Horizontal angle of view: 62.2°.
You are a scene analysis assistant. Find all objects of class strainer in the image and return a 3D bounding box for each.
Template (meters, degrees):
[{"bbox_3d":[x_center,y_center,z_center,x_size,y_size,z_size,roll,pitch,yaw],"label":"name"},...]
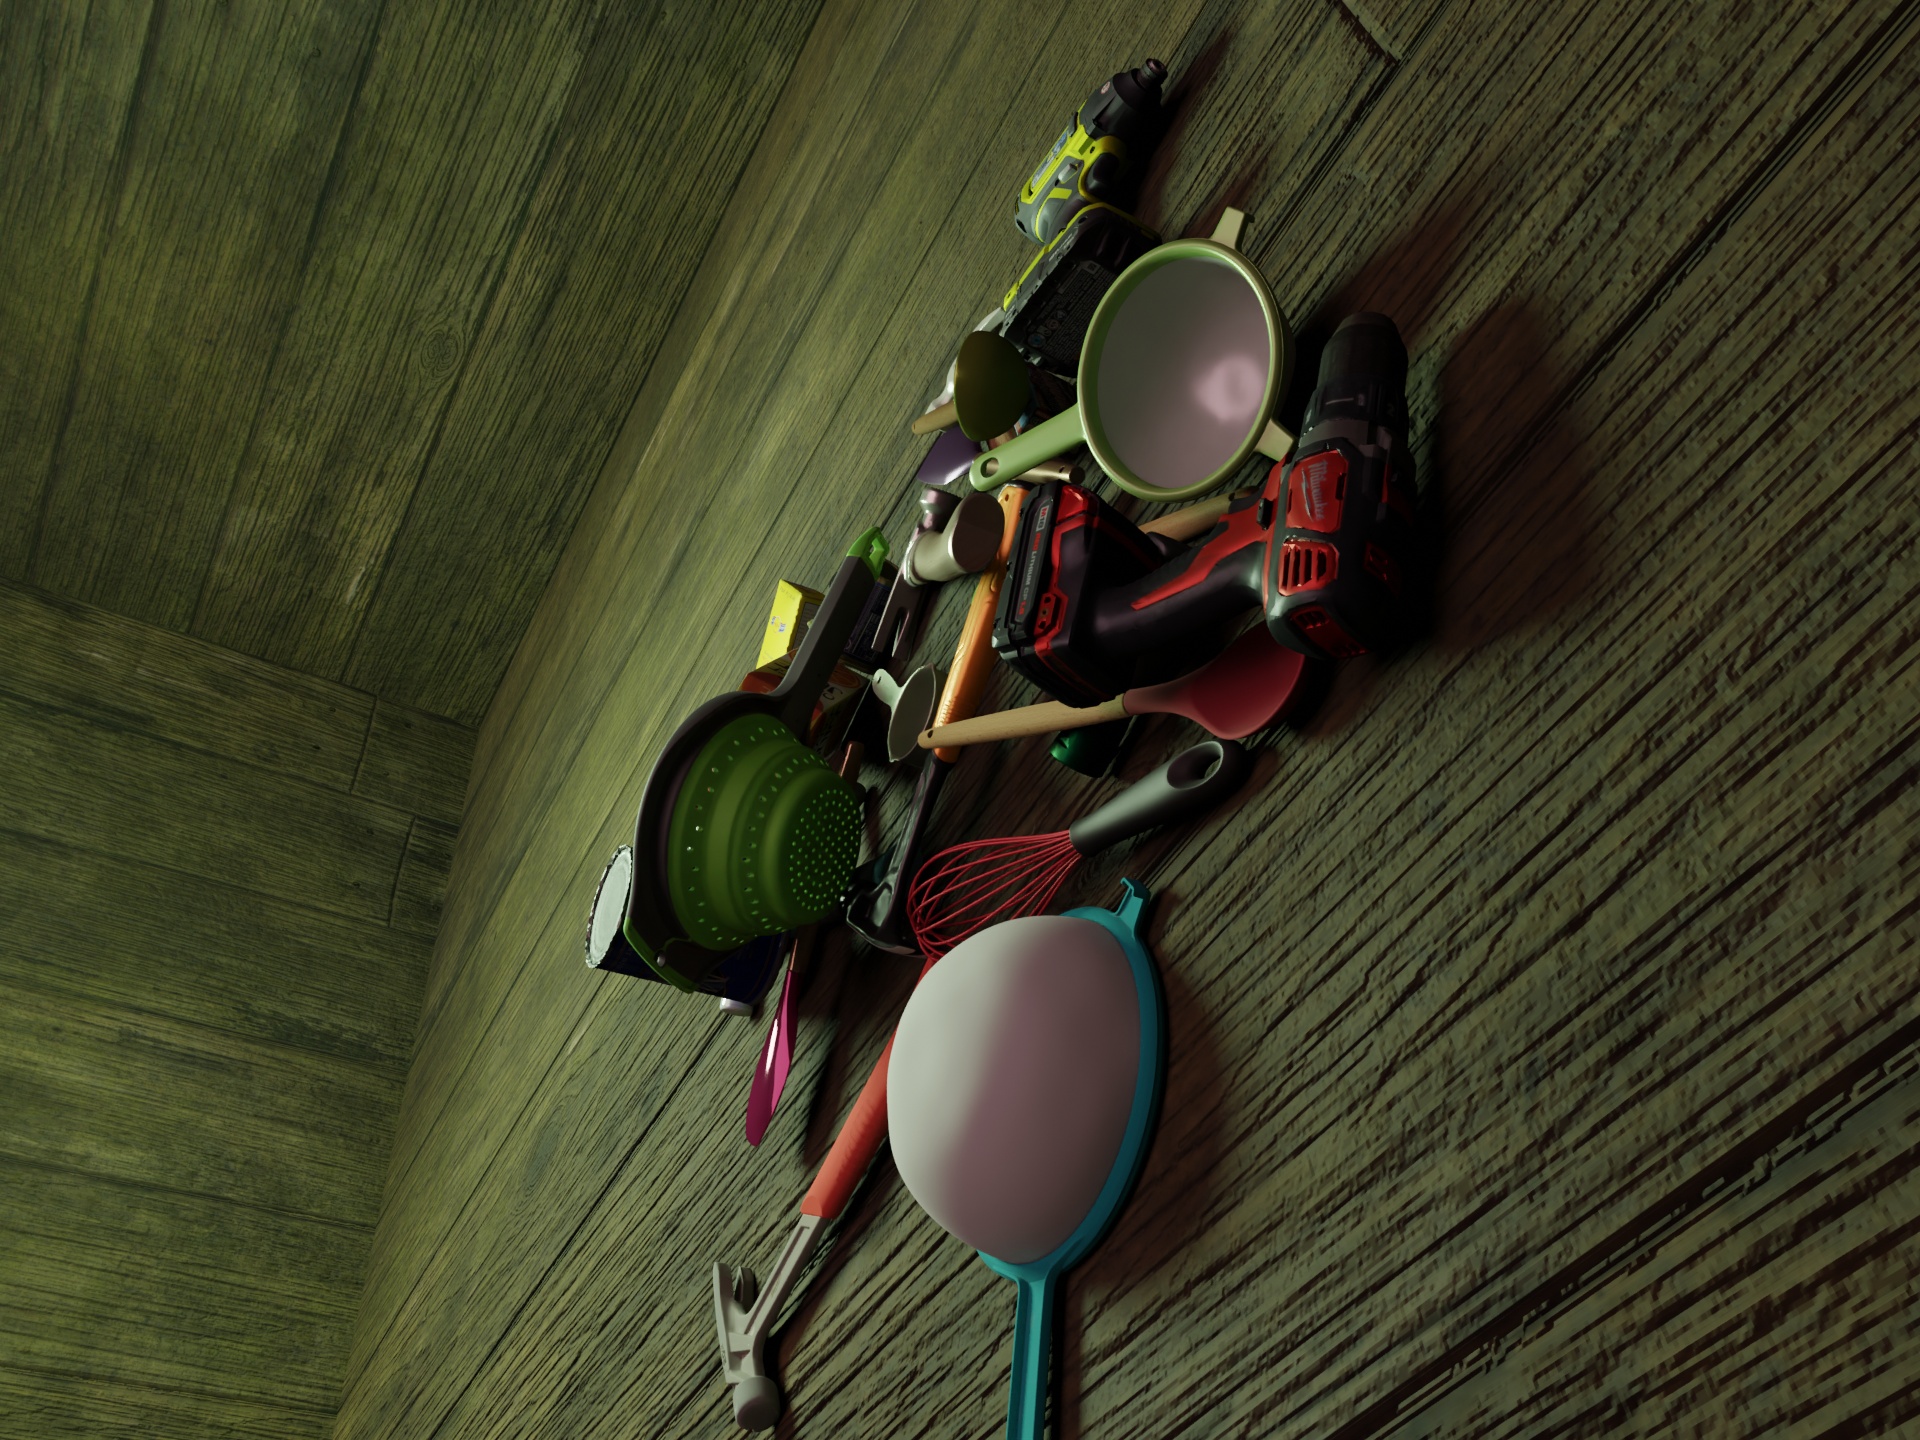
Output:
[{"bbox_3d":[0.111,-0.190,0.976,0.256,0.069,0.151,-20,77,46],"label":"strainer"},{"bbox_3d":[0.011,0.249,0.850,0.211,0.095,0.341,-41,35,49],"label":"strainer"}]

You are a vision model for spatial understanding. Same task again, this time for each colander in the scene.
[{"bbox_3d":[-0.106,0.018,1.183,0.094,0.204,0.397,9,60,27],"label":"colander"}]

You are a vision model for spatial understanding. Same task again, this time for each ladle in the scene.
[{"bbox_3d":[-0.010,-0.247,1.251,0.320,0.062,0.078,-162,75,-75],"label":"ladle"},{"bbox_3d":[0.078,-0.006,0.914,0.315,0.031,0.069,-11,56,48],"label":"ladle"}]

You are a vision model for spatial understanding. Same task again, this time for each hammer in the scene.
[{"bbox_3d":[-0.084,0.306,1.097,0.359,0.036,0.149,-63,24,18],"label":"hammer"},{"bbox_3d":[-0.002,-0.004,1.098,0.127,0.034,0.337,20,92,65],"label":"hammer"},{"bbox_3d":[0.035,-0.233,1.280,0.130,0.031,0.332,-59,25,26],"label":"hammer"},{"bbox_3d":[-0.017,-0.110,1.157,0.411,0.038,0.146,-145,75,-83],"label":"hammer"},{"bbox_3d":[-0.118,0.156,1.302,0.331,0.033,0.128,-32,45,56],"label":"hammer"}]

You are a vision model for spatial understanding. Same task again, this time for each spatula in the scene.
[{"bbox_3d":[0.026,-0.197,1.206,0.060,0.018,0.316,-59,23,1],"label":"spatula"}]

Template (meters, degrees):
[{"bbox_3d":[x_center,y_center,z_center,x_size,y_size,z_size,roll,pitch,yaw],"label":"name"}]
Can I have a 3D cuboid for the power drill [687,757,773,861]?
[{"bbox_3d":[-0.221,0.120,1.491,0.226,0.084,0.164,-48,51,49],"label":"power drill"}]

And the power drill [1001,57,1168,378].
[{"bbox_3d":[0.099,-0.384,1.205,0.171,0.080,0.223,-45,30,46],"label":"power drill"}]

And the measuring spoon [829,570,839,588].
[{"bbox_3d":[-0.122,-0.096,1.539,0.034,0.018,0.124,-40,38,50],"label":"measuring spoon"}]

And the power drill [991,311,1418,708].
[{"bbox_3d":[0.134,-0.106,0.830,0.227,0.080,0.188,-14,53,44],"label":"power drill"}]

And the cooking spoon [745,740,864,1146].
[{"bbox_3d":[-0.121,0.170,1.234,0.069,0.017,0.319,-8,66,68],"label":"cooking spoon"}]

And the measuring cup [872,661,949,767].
[{"bbox_3d":[-0.035,-0.012,1.248,0.083,0.038,0.168,-67,21,7],"label":"measuring cup"}]

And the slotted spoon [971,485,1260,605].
[{"bbox_3d":[0.095,-0.106,1.044,0.314,0.031,0.070,-16,57,61],"label":"slotted spoon"}]

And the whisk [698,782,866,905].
[{"bbox_3d":[-0.155,0.120,1.265,0.239,0.055,0.055,-42,4,-35],"label":"whisk"}]

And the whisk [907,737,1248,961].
[{"bbox_3d":[0.061,0.077,0.936,0.296,0.073,0.073,-35,40,44],"label":"whisk"}]
